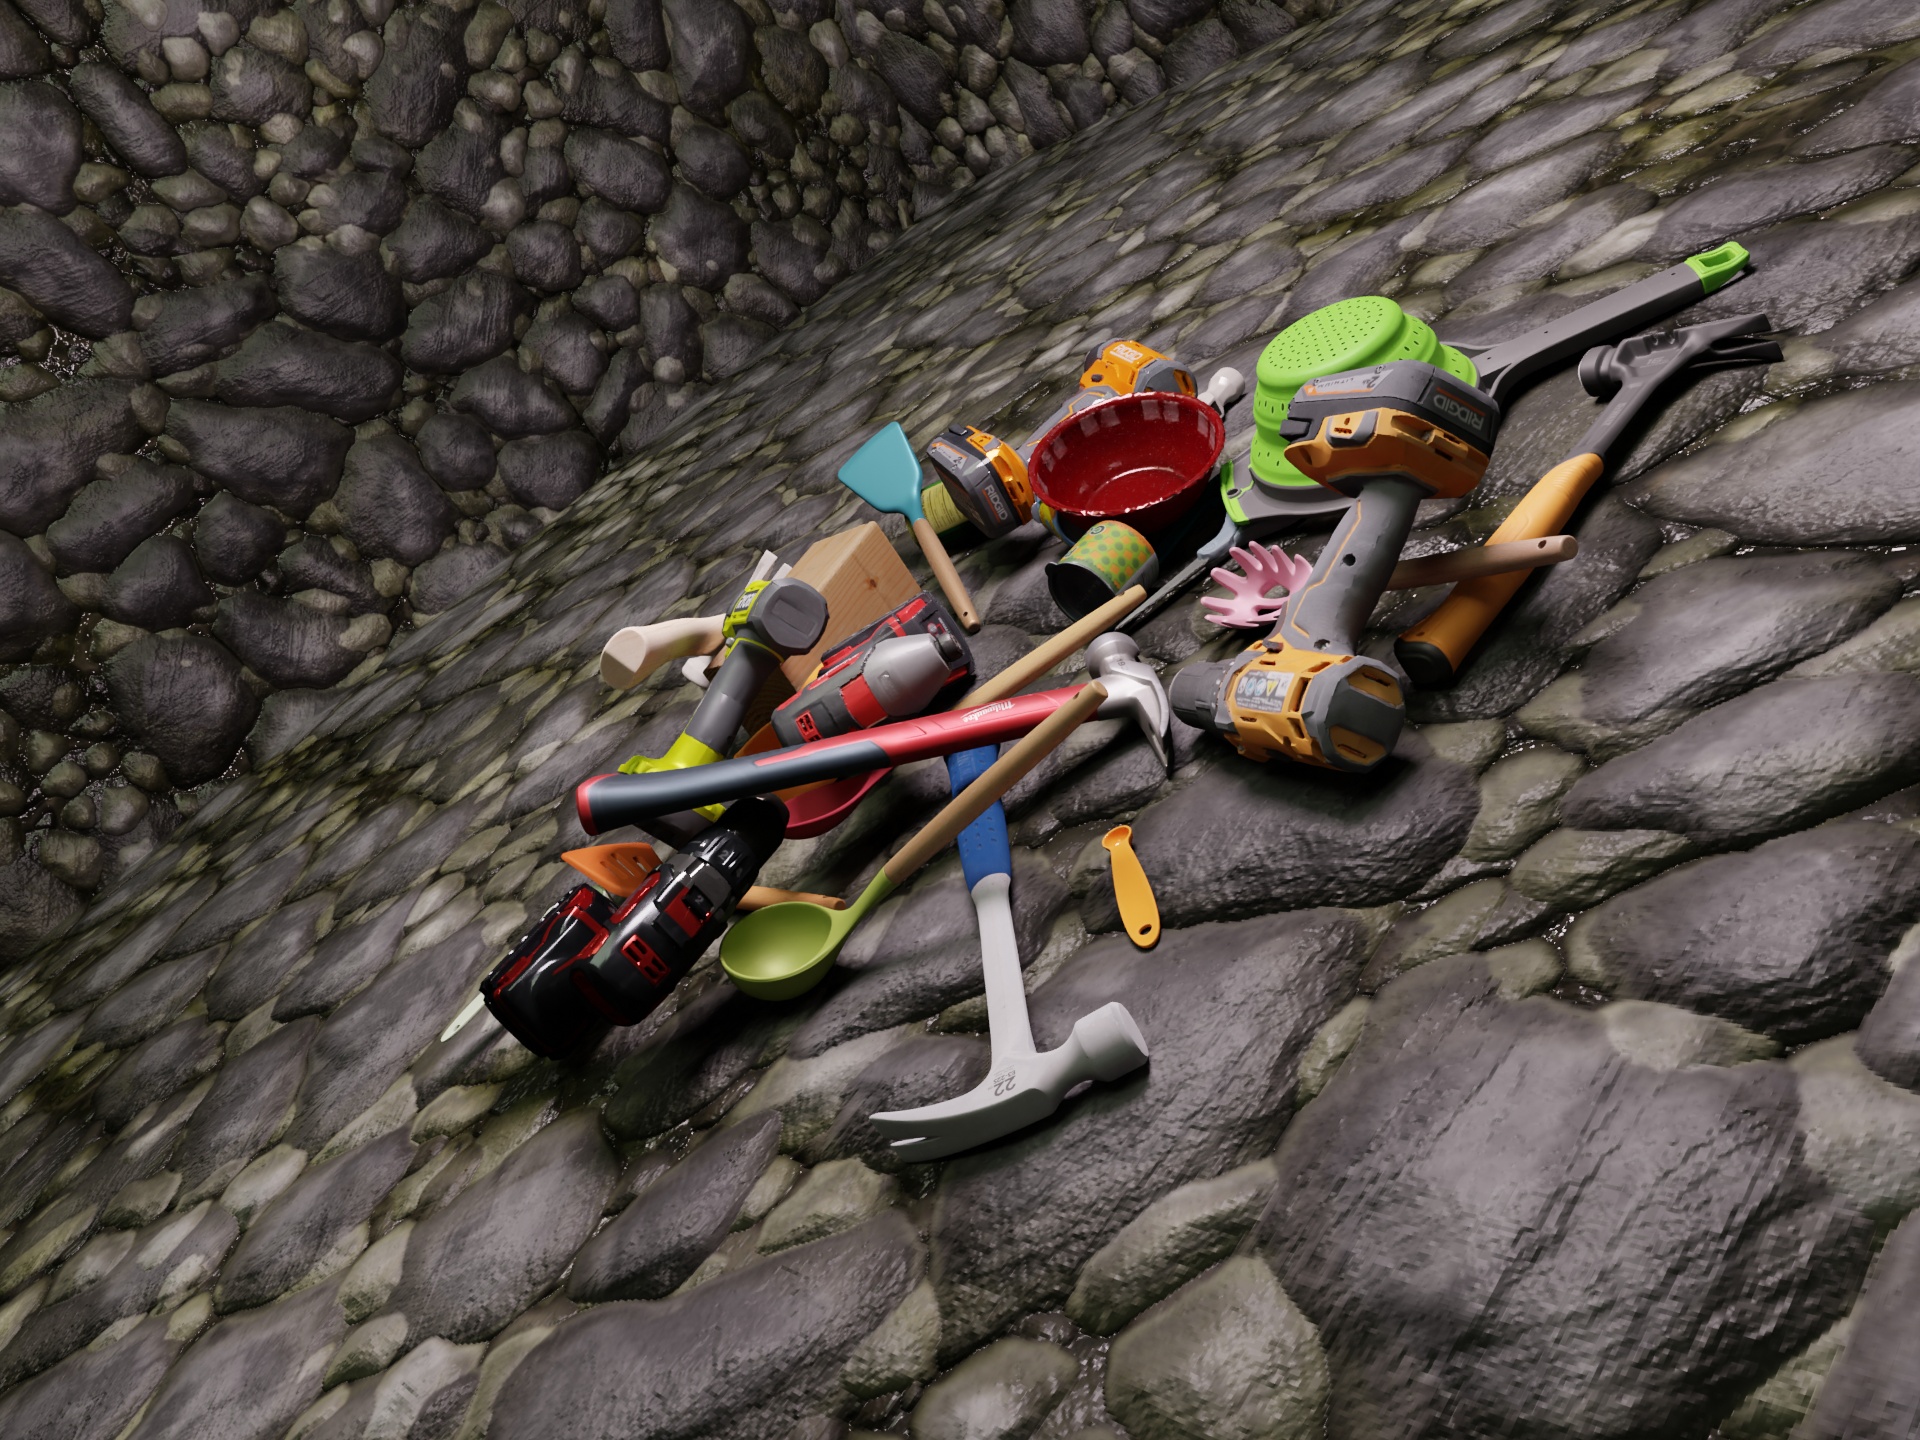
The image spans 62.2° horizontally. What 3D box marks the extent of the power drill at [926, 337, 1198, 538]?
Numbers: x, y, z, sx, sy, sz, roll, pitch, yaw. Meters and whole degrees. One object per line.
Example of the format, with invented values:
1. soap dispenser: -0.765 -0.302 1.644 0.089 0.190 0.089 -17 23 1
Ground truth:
1. power drill: 0.087 -0.271 1.457 0.226 0.084 0.164 -33 31 -4

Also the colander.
1. colander: 0.358 -0.278 1.153 0.397 0.094 0.205 -24 30 17

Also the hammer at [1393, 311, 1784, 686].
1. hammer: 0.369 -0.137 0.964 0.337 0.034 0.127 -46 24 -25

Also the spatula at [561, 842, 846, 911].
1. spatula: -0.189 0.121 1.195 0.081 0.041 0.323 -5 2 -42

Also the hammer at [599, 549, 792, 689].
1. hammer: -0.225 -0.078 1.356 0.146 0.038 0.410 -55 1 6

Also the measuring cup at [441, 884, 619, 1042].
1. measuring cup: -0.332 0.199 1.245 0.167 0.038 0.083 -46 25 -21

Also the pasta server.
1. pasta server: 0.248 -0.089 0.967 0.316 0.040 0.060 -3 64 67

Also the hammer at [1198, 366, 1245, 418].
1. hammer: 0.121 -0.267 1.563 0.331 0.031 0.130 -5 36 51

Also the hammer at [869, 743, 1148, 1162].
1. hammer: 0.013 0.108 0.957 0.144 0.035 0.406 -30 23 10

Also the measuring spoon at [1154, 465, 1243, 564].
1. measuring spoon: 0.186 -0.151 1.272 0.128 0.021 0.042 -49 22 -10

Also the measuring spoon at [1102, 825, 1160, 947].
1. measuring spoon: 0.099 0.095 0.904 0.021 0.011 0.117 -29 27 11

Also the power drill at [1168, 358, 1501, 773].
1. power drill: 0.206 -0.084 0.929 0.185 0.084 0.226 10 80 67

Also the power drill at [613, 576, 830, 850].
1. power drill: -0.195 -0.009 1.267 0.223 0.080 0.171 -60 18 -9

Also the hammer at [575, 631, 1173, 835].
1. hammer: -0.057 0.027 1.032 0.386 0.038 0.143 -12 31 -2

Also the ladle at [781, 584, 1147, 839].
1. ladle: -0.002 -0.004 1.119 0.315 0.031 0.069 -34 18 0

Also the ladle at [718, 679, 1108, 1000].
1. ladle: -0.034 0.071 0.963 0.320 0.062 0.078 -43 18 27

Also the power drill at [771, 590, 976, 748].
1. power drill: -0.055 -0.033 1.195 0.143 0.078 0.220 -31 6 10

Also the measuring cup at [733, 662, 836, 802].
1. measuring cup: -0.123 0.009 1.318 0.095 0.052 0.174 -23 24 28

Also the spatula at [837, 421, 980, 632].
1. spatula: -0.039 -0.174 1.480 0.082 0.044 0.318 -40 38 11

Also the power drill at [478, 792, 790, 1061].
1. power drill: -0.218 0.138 1.087 0.226 0.080 0.188 -29 17 51
